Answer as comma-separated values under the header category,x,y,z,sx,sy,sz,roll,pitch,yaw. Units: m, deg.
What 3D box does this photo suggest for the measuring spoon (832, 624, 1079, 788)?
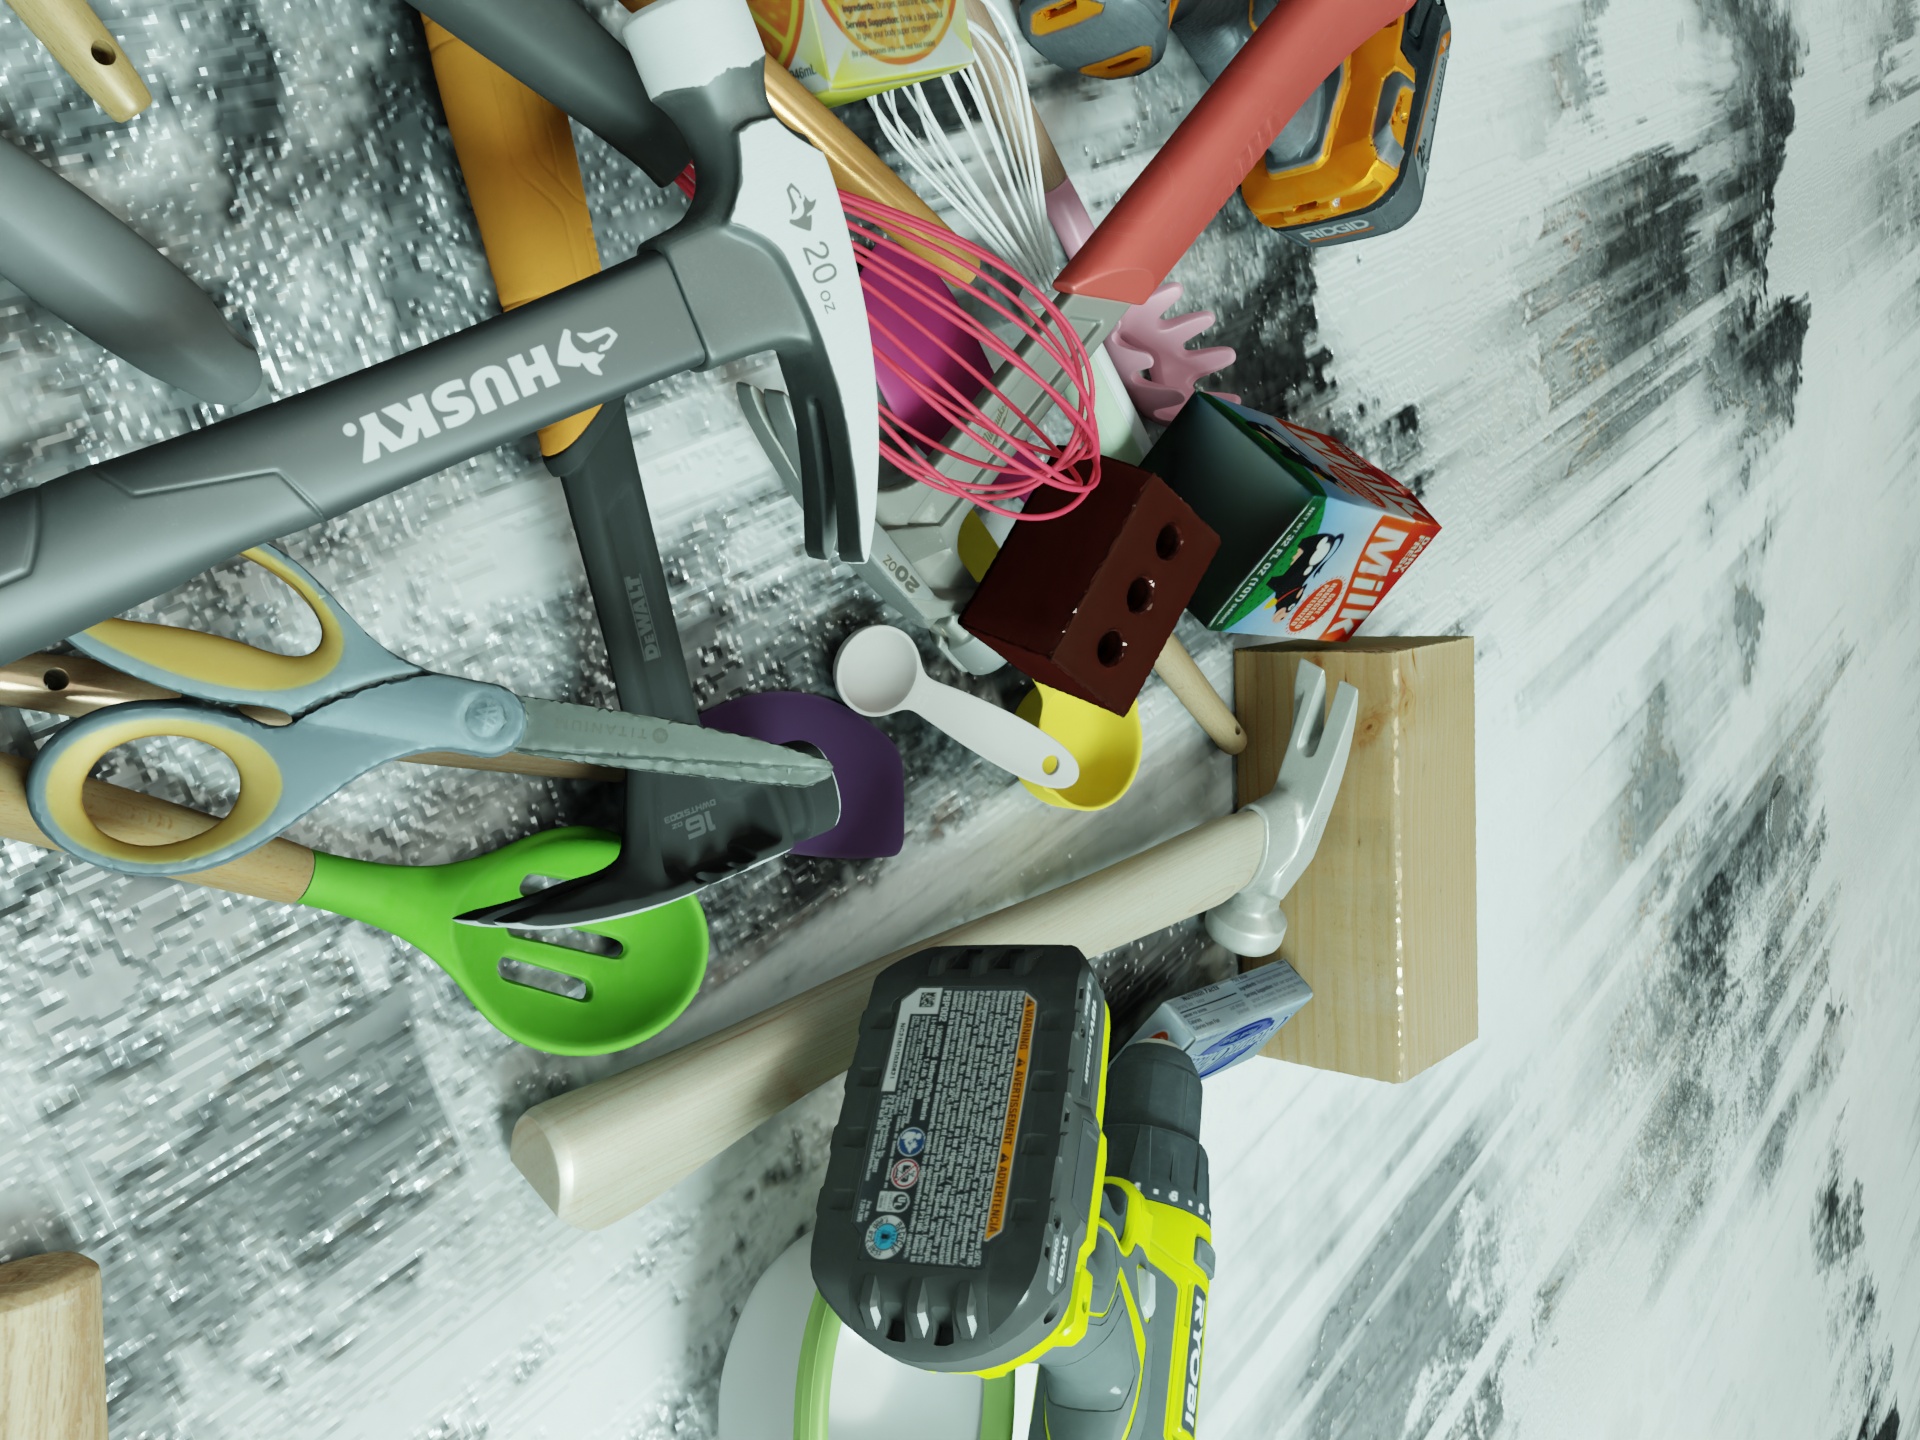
category,x,y,z,sx,sy,sz,roll,pitch,yaw
measuring spoon,-0.001,-0.002,0.615,0.124,0.018,0.034,29,88,-34

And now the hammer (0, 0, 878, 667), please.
category,x,y,z,sx,sy,sz,roll,pitch,yaw
hammer,-0.164,-0.046,0.359,0.335,0.035,0.146,-30,112,-24

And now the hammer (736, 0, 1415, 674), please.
category,x,y,z,sx,sy,sz,roll,pitch,yaw
hammer,0.069,-0.195,0.603,0.359,0.037,0.149,-53,132,-13

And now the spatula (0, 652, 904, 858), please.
category,x,y,z,sx,sy,sz,roll,pitch,yaw
spatula,-0.127,0.007,0.492,0.315,0.018,0.060,10,74,-48

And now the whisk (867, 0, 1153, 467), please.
category,x,y,z,sx,sy,sz,roll,pitch,yaw
whisk,0.032,-0.179,0.633,0.246,0.059,0.058,56,27,-39

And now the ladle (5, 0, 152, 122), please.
category,x,y,z,sx,sy,sz,roll,pitch,yaw
ladle,-0.274,-0.262,0.308,0.069,0.031,0.315,-53,130,-28

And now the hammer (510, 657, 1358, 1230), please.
category,x,y,z,sx,sy,sz,roll,pitch,yaw
hammer,0.018,0.082,0.614,0.410,0.038,0.146,-17,129,-43

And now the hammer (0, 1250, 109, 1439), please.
category,x,y,z,sx,sy,sz,roll,pitch,yaw
hammer,-0.223,0.298,0.398,0.130,0.031,0.331,-9,99,-47

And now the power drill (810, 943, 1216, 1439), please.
category,x,y,z,sx,sy,sz,roll,pitch,yaw
power drill,0.040,0.174,0.576,0.228,0.080,0.191,58,36,-47

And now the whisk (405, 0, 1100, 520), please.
category,x,y,z,sx,sy,sz,roll,pitch,yaw
whisk,-0.063,-0.150,0.454,0.295,0.073,0.073,33,68,-30

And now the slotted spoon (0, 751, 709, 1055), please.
category,x,y,z,sx,sy,sz,roll,pitch,yaw
slotted spoon,-0.195,0.032,0.414,0.313,0.031,0.070,25,74,-43

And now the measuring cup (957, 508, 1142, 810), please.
category,x,y,z,sx,sy,sz,roll,pitch,yaw
measuring cup,0.021,-0.031,0.652,0.062,0.029,0.156,-42,110,-27

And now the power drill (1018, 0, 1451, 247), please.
category,x,y,z,sx,sy,sz,roll,pitch,yaw
power drill,0.126,-0.327,0.701,0.226,0.084,0.164,20,78,-42

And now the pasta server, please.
category,x,y,z,sx,sy,sz,roll,pitch,yaw
pasta server,0.030,-0.240,0.632,0.316,0.040,0.060,55,43,-33

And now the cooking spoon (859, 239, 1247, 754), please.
category,x,y,z,sx,sy,sz,roll,pitch,yaw
cooking spoon,0.051,-0.076,0.677,0.318,0.017,0.069,46,50,-40

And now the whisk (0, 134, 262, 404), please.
category,x,y,z,sx,sy,sz,roll,pitch,yaw
whisk,-0.247,-0.143,0.332,0.238,0.055,0.055,42,63,-44

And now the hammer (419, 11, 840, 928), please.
category,x,y,z,sx,sy,sz,roll,pitch,yaw
hammer,-0.121,-0.109,0.457,0.127,0.034,0.337,-21,102,-46

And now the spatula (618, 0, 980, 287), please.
category,x,y,z,sx,sy,sz,roll,pitch,yaw
spatula,-0.099,-0.222,0.425,0.322,0.081,0.041,32,85,-39

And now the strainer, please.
category,x,y,z,sx,sy,sz,roll,pitch,yaw
strainer,-0.049,0.280,0.529,0.151,0.069,0.257,56,38,-44
